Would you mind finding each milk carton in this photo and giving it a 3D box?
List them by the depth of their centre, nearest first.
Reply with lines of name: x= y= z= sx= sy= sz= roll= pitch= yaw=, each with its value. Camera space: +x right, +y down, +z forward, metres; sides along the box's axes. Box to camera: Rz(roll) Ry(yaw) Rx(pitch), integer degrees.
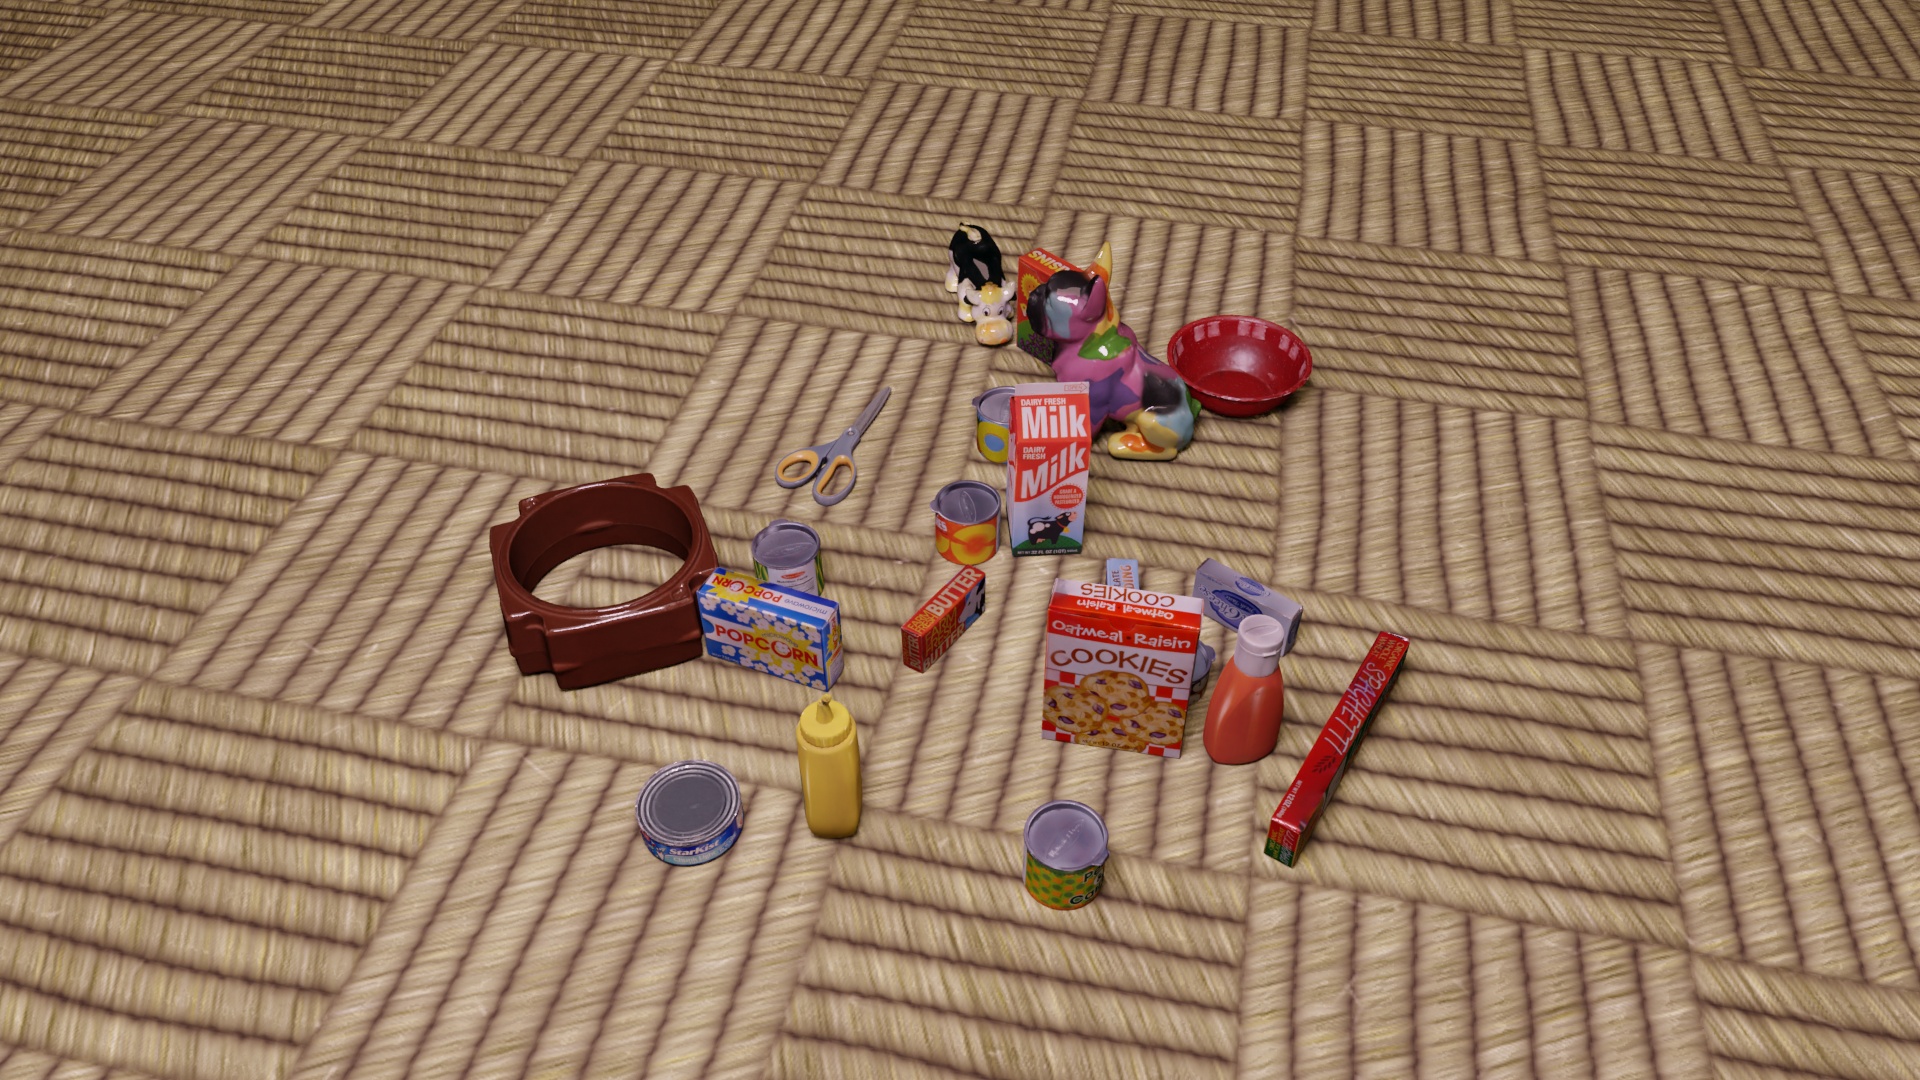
milk carton: x=0.085 y=-0.077 z=1.351 sx=0.072 sy=0.189 sz=0.074 roll=-3 pitch=43 yaw=-3

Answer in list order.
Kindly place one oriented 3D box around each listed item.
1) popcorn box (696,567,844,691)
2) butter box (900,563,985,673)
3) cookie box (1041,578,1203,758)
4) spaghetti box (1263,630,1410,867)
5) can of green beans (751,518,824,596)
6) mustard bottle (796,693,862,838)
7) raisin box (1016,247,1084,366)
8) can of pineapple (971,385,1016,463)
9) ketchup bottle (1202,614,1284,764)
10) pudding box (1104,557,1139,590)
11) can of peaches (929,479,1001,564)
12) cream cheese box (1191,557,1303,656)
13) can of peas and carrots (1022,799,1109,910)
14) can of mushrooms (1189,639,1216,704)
popcorn box: x=-0.170 y=0.081 z=1.259 sx=0.127 sy=0.084 sz=0.038 roll=15 pitch=45 yaw=16
butter box: x=-0.015 y=0.072 z=1.291 sx=0.024 sy=0.052 sz=0.104 roll=27 pitch=49 yaw=26
cookie box: x=0.133 y=0.110 z=1.167 sx=0.123 sy=0.166 sz=0.040 roll=7 pitch=44 yaw=8
spaghetti box: x=0.325 y=0.172 z=1.187 sx=0.029 sy=0.049 sz=0.251 roll=24 pitch=48 yaw=23
can of green beans: x=-0.166 y=0.025 z=1.339 sx=0.071 sy=0.057 sz=0.071 roll=0 pitch=43 yaw=0
mustard bottle: x=-0.105 y=0.172 z=1.107 sx=0.049 sy=0.159 sz=0.065 roll=-2 pitch=43 yaw=-2
raisin box: x=0.106 y=-0.263 z=1.598 sx=0.040 sy=0.122 sz=0.086 roll=-32 pitch=52 yaw=-29
can of pineapple: x=0.048 y=-0.125 z=1.498 sx=0.071 sy=0.057 sz=0.071 roll=0 pitch=43 yaw=0
ketchup bottle: x=0.243 y=0.126 z=1.164 sx=0.065 sy=0.148 sz=0.044 roll=-11 pitch=44 yaw=-11
pudding box: x=0.151 y=0.062 z=1.305 sx=0.030 sy=0.049 sz=0.084 roll=2 pitch=43 yaw=2
can of peaches: x=0.005 y=-0.017 z=1.383 sx=0.071 sy=0.057 sz=0.071 roll=0 pitch=43 yaw=0
cream cheese box: x=0.267 y=0.062 z=1.301 sx=0.104 sy=0.053 sz=0.024 roll=30 pitch=51 yaw=28
can of peas and carrots: x=0.084 y=0.250 z=1.097 sx=0.071 sy=0.058 sz=0.071 roll=0 pitch=43 yaw=0
can of mushrooms: x=0.195 y=0.116 z=1.258 sx=0.071 sy=0.033 sz=0.071 roll=0 pitch=43 yaw=0
